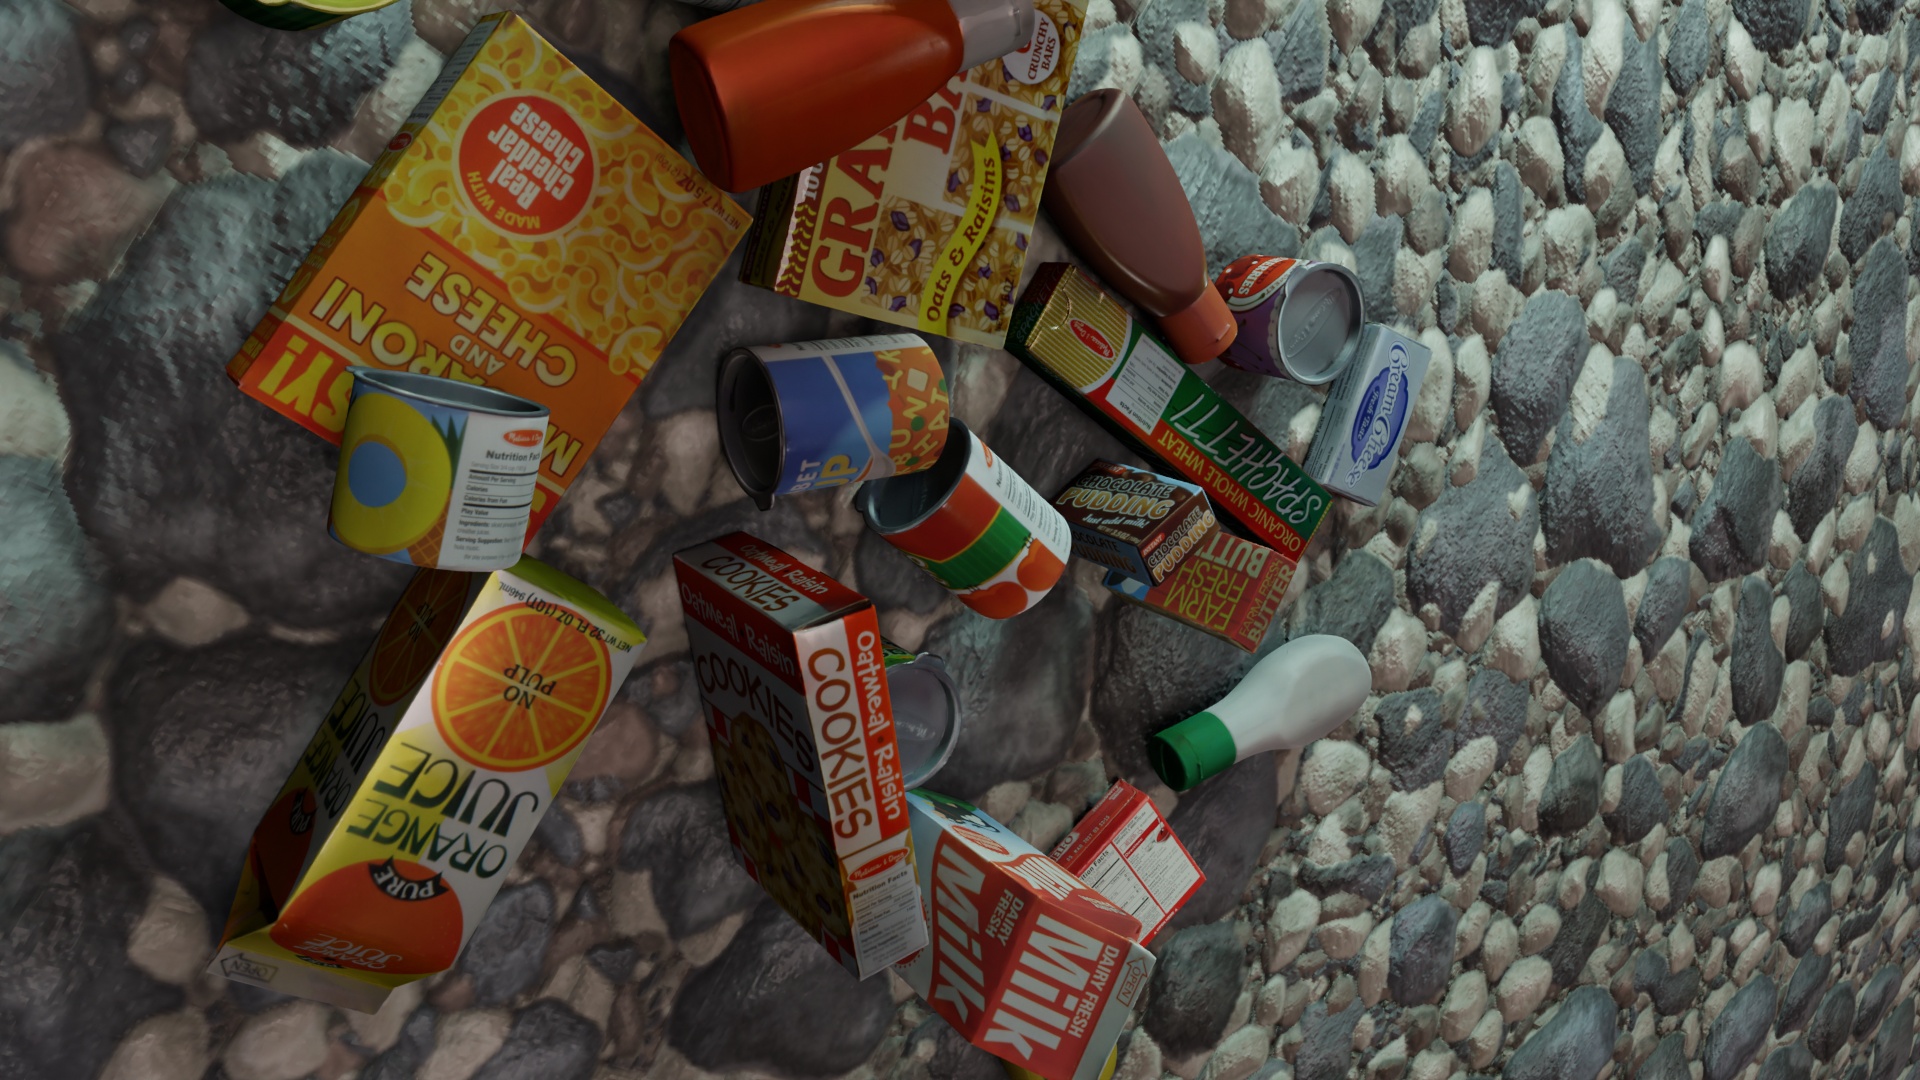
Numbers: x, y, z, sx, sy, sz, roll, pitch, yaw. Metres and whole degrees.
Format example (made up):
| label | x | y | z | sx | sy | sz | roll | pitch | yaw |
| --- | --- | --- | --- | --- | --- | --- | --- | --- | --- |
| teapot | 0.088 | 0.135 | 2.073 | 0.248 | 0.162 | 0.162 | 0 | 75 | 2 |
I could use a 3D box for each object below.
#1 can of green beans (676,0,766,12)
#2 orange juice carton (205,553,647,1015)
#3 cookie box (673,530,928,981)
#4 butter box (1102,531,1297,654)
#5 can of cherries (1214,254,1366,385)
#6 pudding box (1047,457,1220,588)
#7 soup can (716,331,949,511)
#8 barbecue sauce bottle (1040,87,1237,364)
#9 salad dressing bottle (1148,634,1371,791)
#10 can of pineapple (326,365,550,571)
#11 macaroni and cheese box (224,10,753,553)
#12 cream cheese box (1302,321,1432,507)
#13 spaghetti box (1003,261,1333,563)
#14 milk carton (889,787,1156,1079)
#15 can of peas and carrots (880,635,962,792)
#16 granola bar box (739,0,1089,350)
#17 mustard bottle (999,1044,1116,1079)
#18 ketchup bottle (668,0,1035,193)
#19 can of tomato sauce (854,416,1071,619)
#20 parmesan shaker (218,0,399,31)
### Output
| label | x | y | z | sx | sy | sz | roll | pitch | yaw |
| --- | --- | --- | --- | --- | --- | --- | --- | --- | --- |
| can of green beans | -0.095 | -0.241 | 0.539 | 0.058 | 0.071 | 0.071 | -1 | 104 | -34 |
| orange juice carton | -0.214 | 0.096 | 0.552 | 0.071 | 0.073 | 0.193 | 34 | 84 | -36 |
| cookie box | -0.071 | 0.090 | 0.615 | 0.040 | 0.123 | 0.166 | -19 | 114 | -29 |
| butter box | 0.126 | 0.019 | 0.740 | 0.024 | 0.103 | 0.053 | 29 | 86 | -37 |
| can of cherries | 0.177 | -0.124 | 0.761 | 0.072 | 0.058 | 0.071 | -11 | 110 | -30 |
| pudding box | 0.087 | -0.011 | 0.717 | 0.050 | 0.084 | 0.030 | -40 | 122 | -18 |
| soup can | -0.056 | -0.054 | 0.618 | 0.084 | 0.071 | 0.071 | -11 | 110 | -31 |
| barbecue sauce bottle | 0.093 | -0.152 | 0.706 | 0.065 | 0.044 | 0.148 | -50 | 125 | -12 |
| salad dressing bottle | 0.182 | 0.105 | 0.841 | 0.148 | 0.044 | 0.064 | -22 | 117 | -26 |
| can of pineapple | -0.185 | -0.026 | 0.491 | 0.071 | 0.071 | 0.057 | 8 | 100 | -35 |
| macaroni and cheese box | -0.178 | -0.097 | 0.541 | 0.123 | 0.040 | 0.166 | 38 | 81 | -36 |
| cream cheese box | 0.246 | -0.076 | 0.842 | 0.053 | 0.024 | 0.103 | 16 | 94 | -36 |
| spaghetti box | 0.120 | -0.062 | 0.758 | 0.249 | 0.029 | 0.050 | 34 | 84 | -36 |
| milk carton | 0.015 | 0.183 | 0.659 | 0.073 | 0.191 | 0.072 | 25 | 90 | -37 |
| can of peas and carrots | -0.041 | 0.079 | 0.672 | 0.071 | 0.059 | 0.070 | -10 | 109 | -32 |
| granola bar box | -0.020 | -0.180 | 0.624 | 0.124 | 0.039 | 0.165 | 9 | 99 | -34 |
| mustard bottle | 0.043 | 0.252 | 0.785 | 0.065 | 0.049 | 0.159 | -32 | 119 | -25 |
| ketchup bottle | -0.039 | -0.192 | 0.554 | 0.149 | 0.043 | 0.064 | -28 | 135 | -22 |
| can of tomato sauce | 0.002 | -0.008 | 0.673 | 0.083 | 0.071 | 0.071 | 41 | 80 | -36 |
| parmesan shaker | -0.214 | -0.199 | 0.447 | 0.071 | 0.103 | 0.071 | -10 | 109 | -32 |
